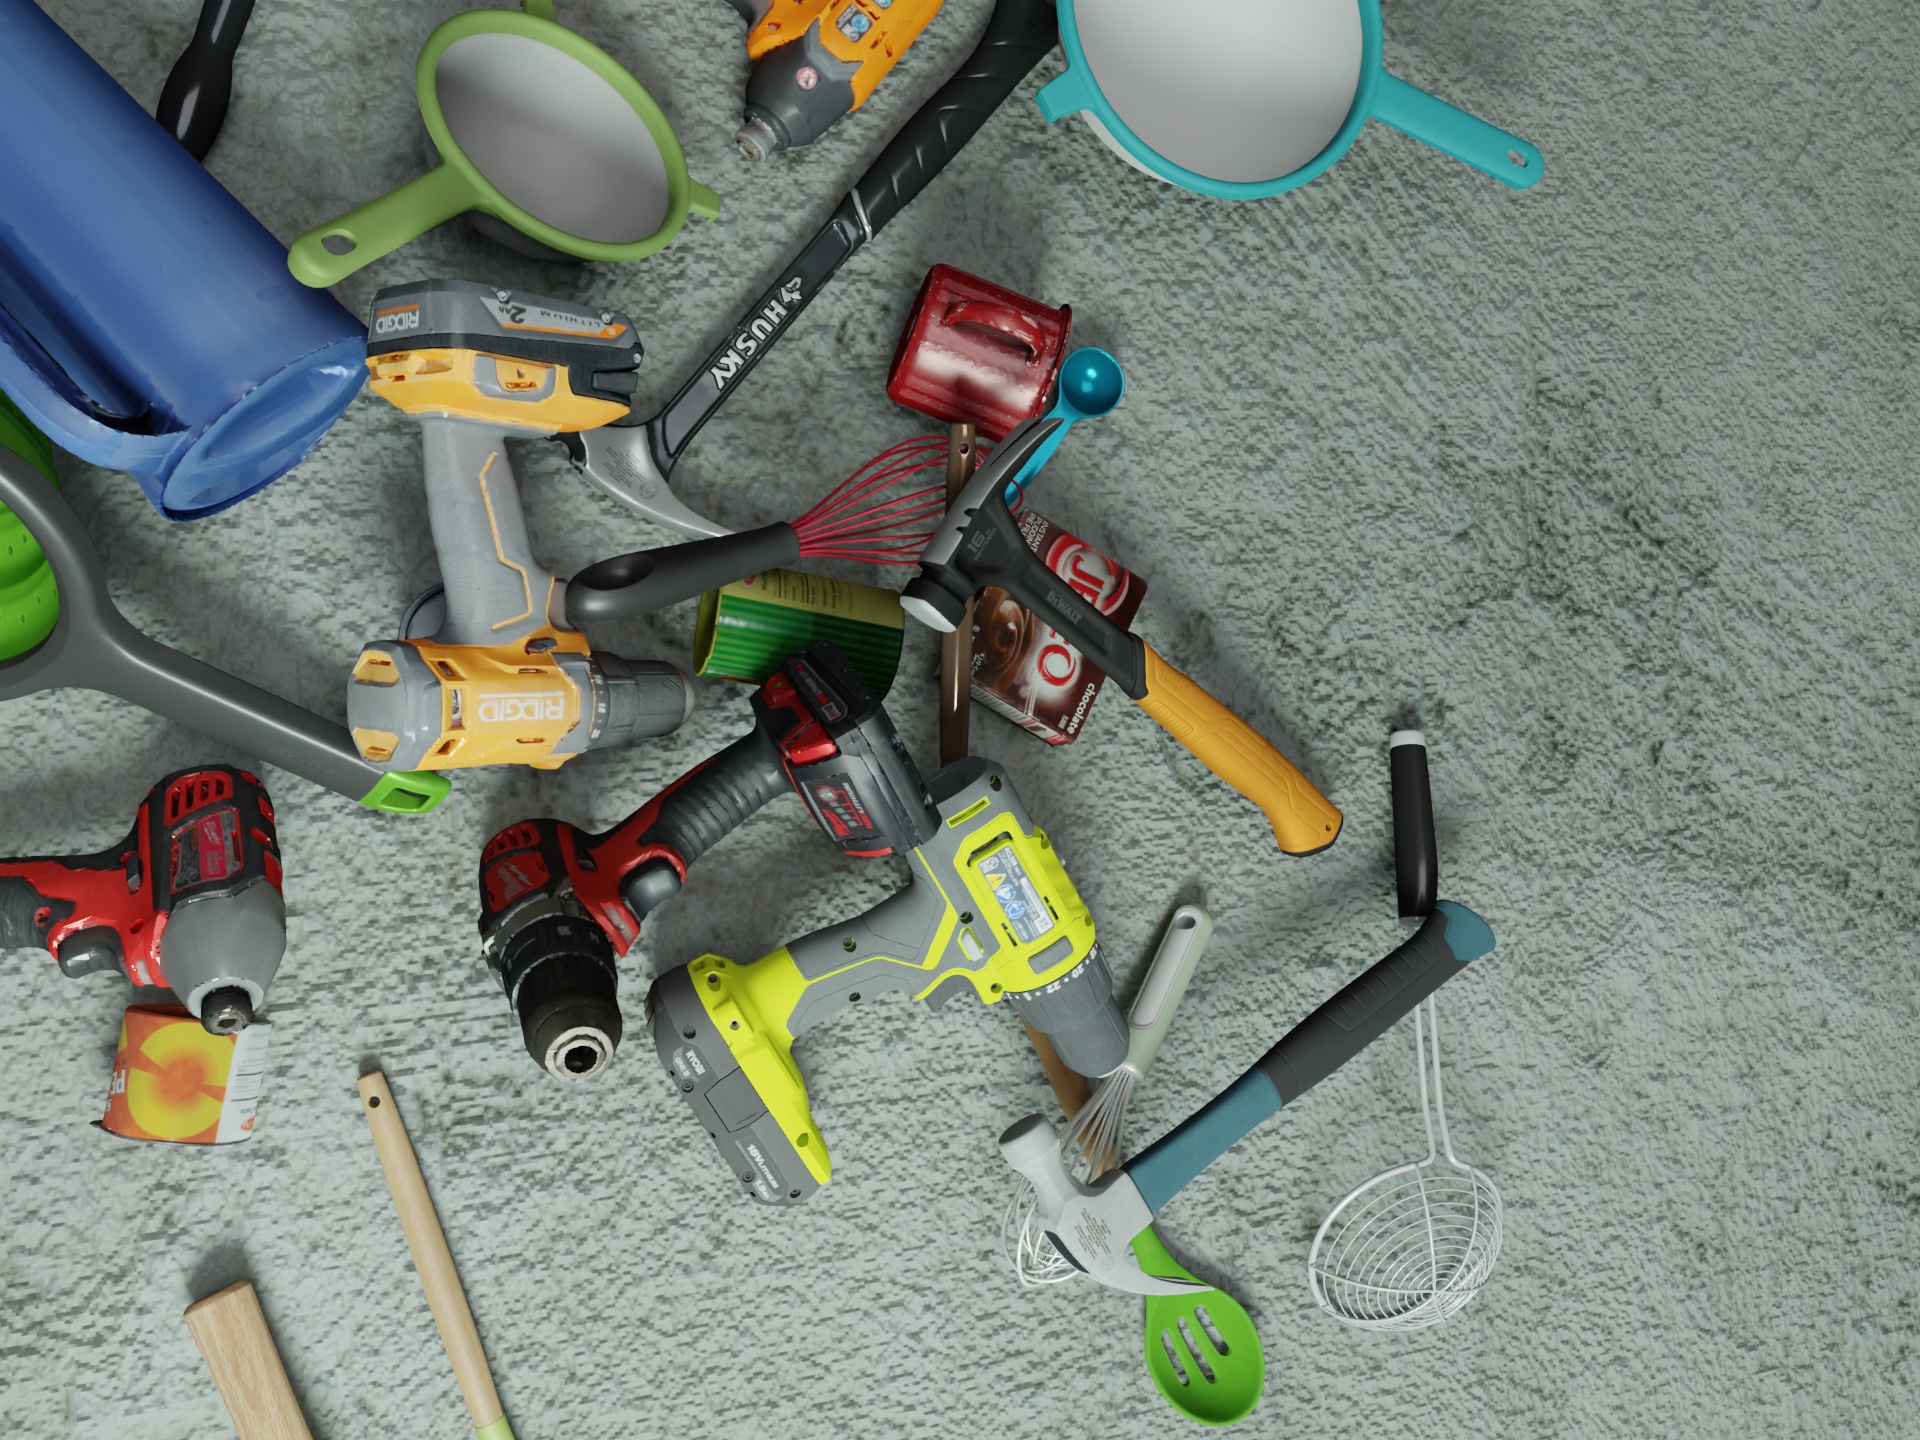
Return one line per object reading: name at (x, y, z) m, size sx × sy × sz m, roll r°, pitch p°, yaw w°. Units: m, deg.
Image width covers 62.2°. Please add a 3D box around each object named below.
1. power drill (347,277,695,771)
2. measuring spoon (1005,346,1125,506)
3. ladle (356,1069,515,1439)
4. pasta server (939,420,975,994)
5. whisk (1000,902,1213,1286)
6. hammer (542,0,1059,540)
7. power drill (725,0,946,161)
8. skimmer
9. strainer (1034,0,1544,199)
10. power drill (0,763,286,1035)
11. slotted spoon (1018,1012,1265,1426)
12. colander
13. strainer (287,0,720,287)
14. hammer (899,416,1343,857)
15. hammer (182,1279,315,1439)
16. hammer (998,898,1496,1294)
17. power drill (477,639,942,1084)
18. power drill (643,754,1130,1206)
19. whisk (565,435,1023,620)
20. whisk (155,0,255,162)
power drill at (-0.207, -0.089, 0.790) m, size 0.185 × 0.084 × 0.226 m, roll -2°, pitch 95°, yaw -50°
measuring spoon at (0.049, -0.170, 0.957) m, size 0.042 × 0.021 × 0.128 m, roll 41°, pitch 84°, yaw -14°
ladle at (-0.247, 0.330, 0.798) m, size 0.078 × 0.062 × 0.320 m, roll -19°, pitch 89°, yaw -10°
pasta server at (-0.001, -0.003, 0.871) m, size 0.060 × 0.040 × 0.316 m, roll -1°, pitch 105°, yaw -11°
whisk at (0.089, 0.206, 0.903) m, size 0.246 × 0.058 × 0.059 m, roll -60°, pitch 141°, yaw -28°
hammer at (-0.066, -0.273, 0.914) m, size 0.149 × 0.036 × 0.409 m, roll 41°, pitch 75°, yaw -12°
power drill at (-0.134, -0.430, 0.882) m, size 0.226 × 0.084 × 0.164 m, roll 39°, pitch 76°, yaw -16°
skimmer at (0.272, 0.191, 0.993) m, size 0.127 × 0.090 × 0.363 m, roll 6°, pitch 74°, yaw -17°
strainer at (0.199, -0.391, 0.981) m, size 0.340 × 0.095 × 0.211 m, roll 17°, pitch 84°, yaw -19°
power drill at (-0.421, 0.102, 0.718) m, size 0.219 × 0.078 × 0.143 m, roll -12°, pitch 48°, yaw -19°
slotted spoon at (0.091, 0.266, 0.929) m, size 0.070 × 0.031 × 0.314 m, roll -27°, pitch 92°, yaw -18°
colander at (-0.419, -0.070, 0.751) m, size 0.396 × 0.204 × 0.095 m, roll 30°, pitch 42°, yaw -30°
strainer at (-0.246, -0.261, 0.801) m, size 0.151 × 0.069 × 0.256 m, roll 48°, pitch 45°, yaw -10°
hammer at (0.116, -0.025, 0.902) m, size 0.336 × 0.034 × 0.127 m, roll 38°, pitch 78°, yaw -31°
hammer at (-0.296, 0.429, 0.767) m, size 0.130 × 0.031 × 0.331 m, roll -26°, pitch 87°, yaw 13°
hammer at (0.180, 0.196, 0.889) m, size 0.331 × 0.033 × 0.128 m, roll -31°, pitch 93°, yaw -25°
power drill at (-0.127, 0.069, 0.772) m, size 0.226 × 0.188 × 0.080 m, roll -30°, pitch 120°, yaw -7°
power drill at (-0.031, 0.152, 0.844) m, size 0.228 × 0.080 × 0.190 m, roll -31°, pitch 107°, yaw -7°
whisk at (-0.077, -0.098, 0.840) m, size 0.296 × 0.073 × 0.073 m, roll -22°, pitch 93°, yaw -39°
whisk at (-0.362, -0.416, 0.820) m, size 0.070 × 0.070 × 0.284 m, roll 18°, pitch 85°, yaw -16°
